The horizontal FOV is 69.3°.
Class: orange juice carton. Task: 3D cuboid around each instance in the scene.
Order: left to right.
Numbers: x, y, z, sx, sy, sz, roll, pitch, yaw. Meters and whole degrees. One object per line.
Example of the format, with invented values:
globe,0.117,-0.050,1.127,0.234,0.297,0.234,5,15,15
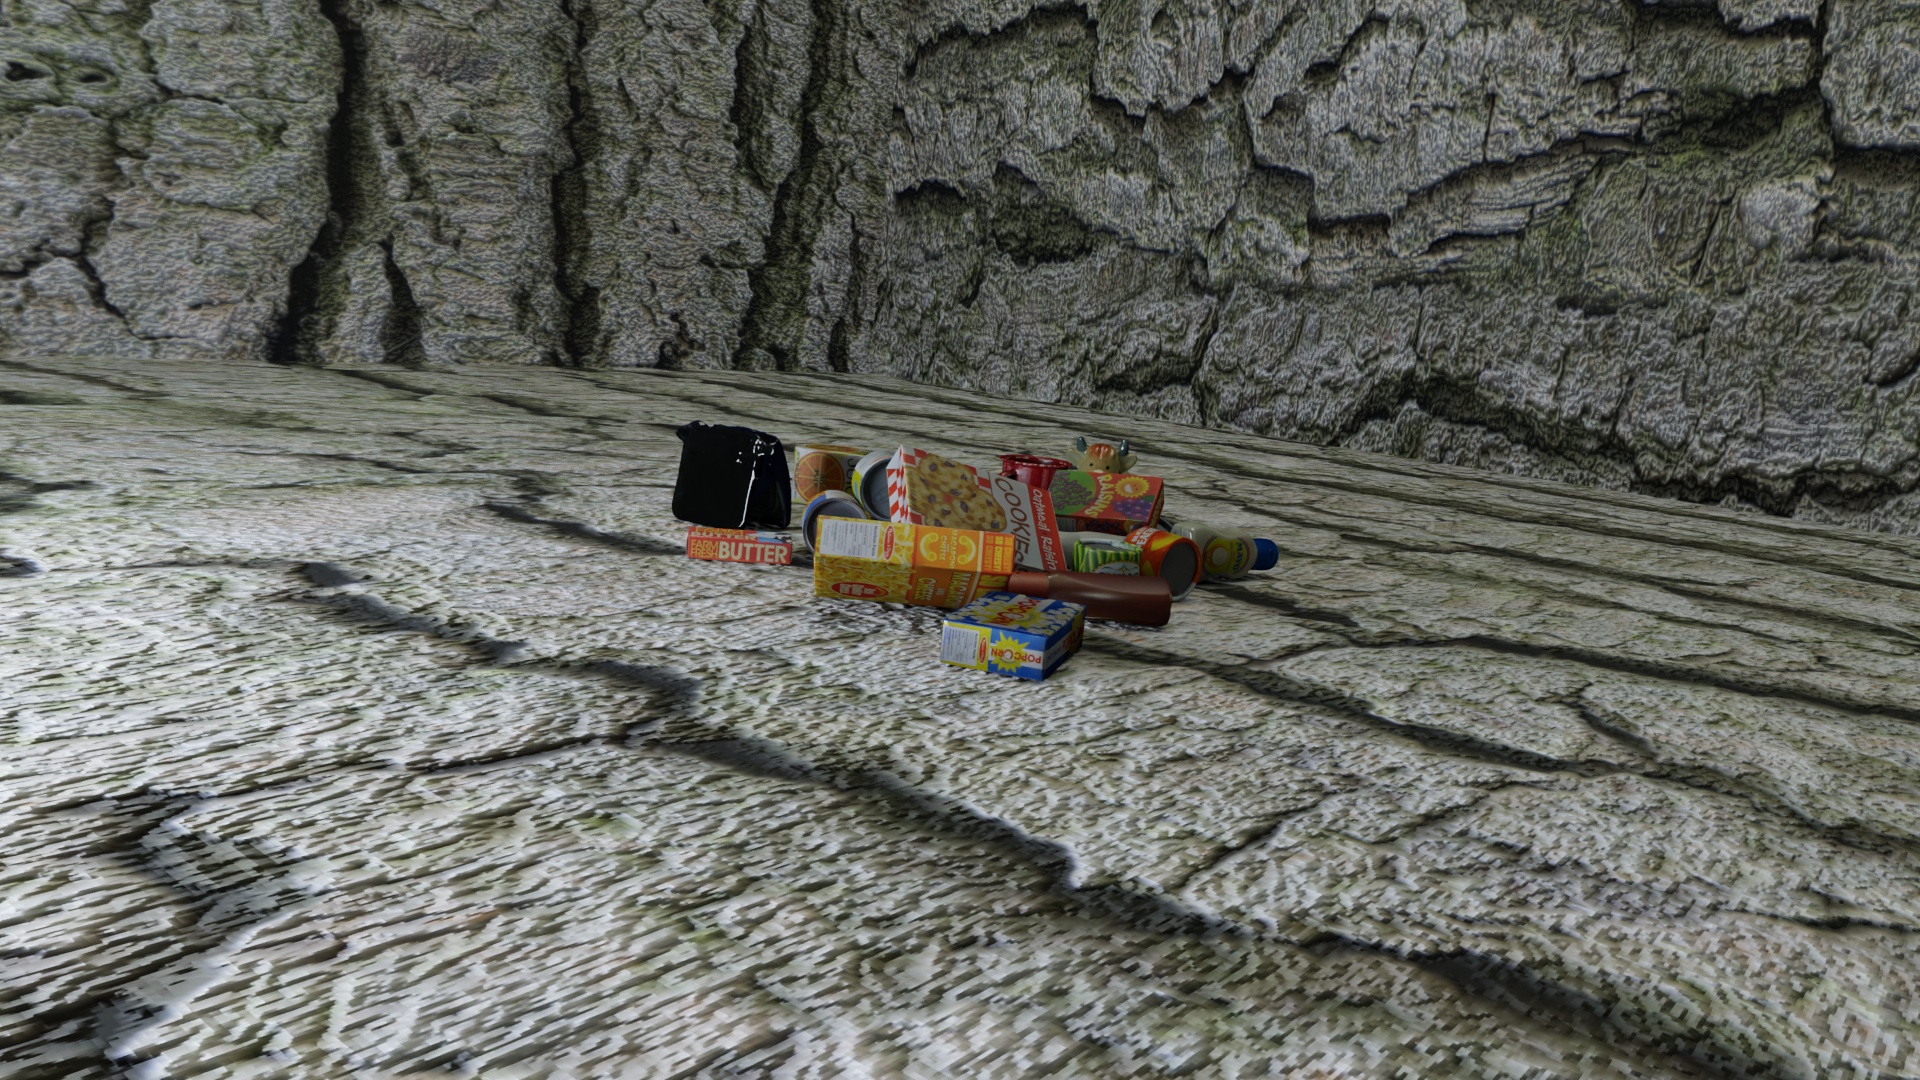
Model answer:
orange juice carton,-0.110,-0.074,1.742,0.193,0.071,0.073,8,11,16

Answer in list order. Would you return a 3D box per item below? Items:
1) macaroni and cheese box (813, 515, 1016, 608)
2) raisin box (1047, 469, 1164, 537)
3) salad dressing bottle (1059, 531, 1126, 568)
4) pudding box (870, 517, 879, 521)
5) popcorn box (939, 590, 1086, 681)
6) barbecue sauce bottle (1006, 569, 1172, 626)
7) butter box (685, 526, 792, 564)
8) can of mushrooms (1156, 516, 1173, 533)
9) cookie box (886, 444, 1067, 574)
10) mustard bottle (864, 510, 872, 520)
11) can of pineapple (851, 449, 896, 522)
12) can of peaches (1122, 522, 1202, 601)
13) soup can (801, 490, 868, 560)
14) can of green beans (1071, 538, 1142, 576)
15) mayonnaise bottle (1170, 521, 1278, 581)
macaroni and cheese box,-0.042,0.023,1.204,0.166,0.040,0.123,6,-18,-4
raisin box,0.156,-0.035,1.531,0.123,0.039,0.086,5,38,18
salad dressing bottle,0.132,0.013,1.482,0.147,0.043,0.064,10,20,26
pudding box,-0.057,0.007,1.391,0.030,0.049,0.084,-2,12,-44
popcorn box,0.044,0.074,1.110,0.085,0.038,0.127,8,11,18
barbecue sauce bottle,0.114,0.050,1.264,0.149,0.043,0.065,4,10,-5
butter box,-0.220,0.005,1.382,0.103,0.024,0.053,4,10,-10
can of mushrooms,0.212,-0.003,1.563,0.071,0.033,0.071,27,26,-14
cookie box,0.015,-0.016,1.324,0.167,0.040,0.123,16,40,-23
mustard bottle,-0.059,-0.013,1.474,0.160,0.065,0.049,6,4,42
can of pineapple,-0.072,-0.053,1.391,0.071,0.071,0.058,3,11,-14
can of peaches,0.200,0.021,1.394,0.071,0.071,0.058,-2,14,-38
soup can,-0.130,-0.013,1.417,0.071,0.071,0.084,4,7,-9
can of green beans,0.139,0.032,1.335,0.071,0.057,0.071,6,10,-1
mayonnaise bottle,0.288,0.013,1.517,0.148,0.064,0.041,2,9,-39
